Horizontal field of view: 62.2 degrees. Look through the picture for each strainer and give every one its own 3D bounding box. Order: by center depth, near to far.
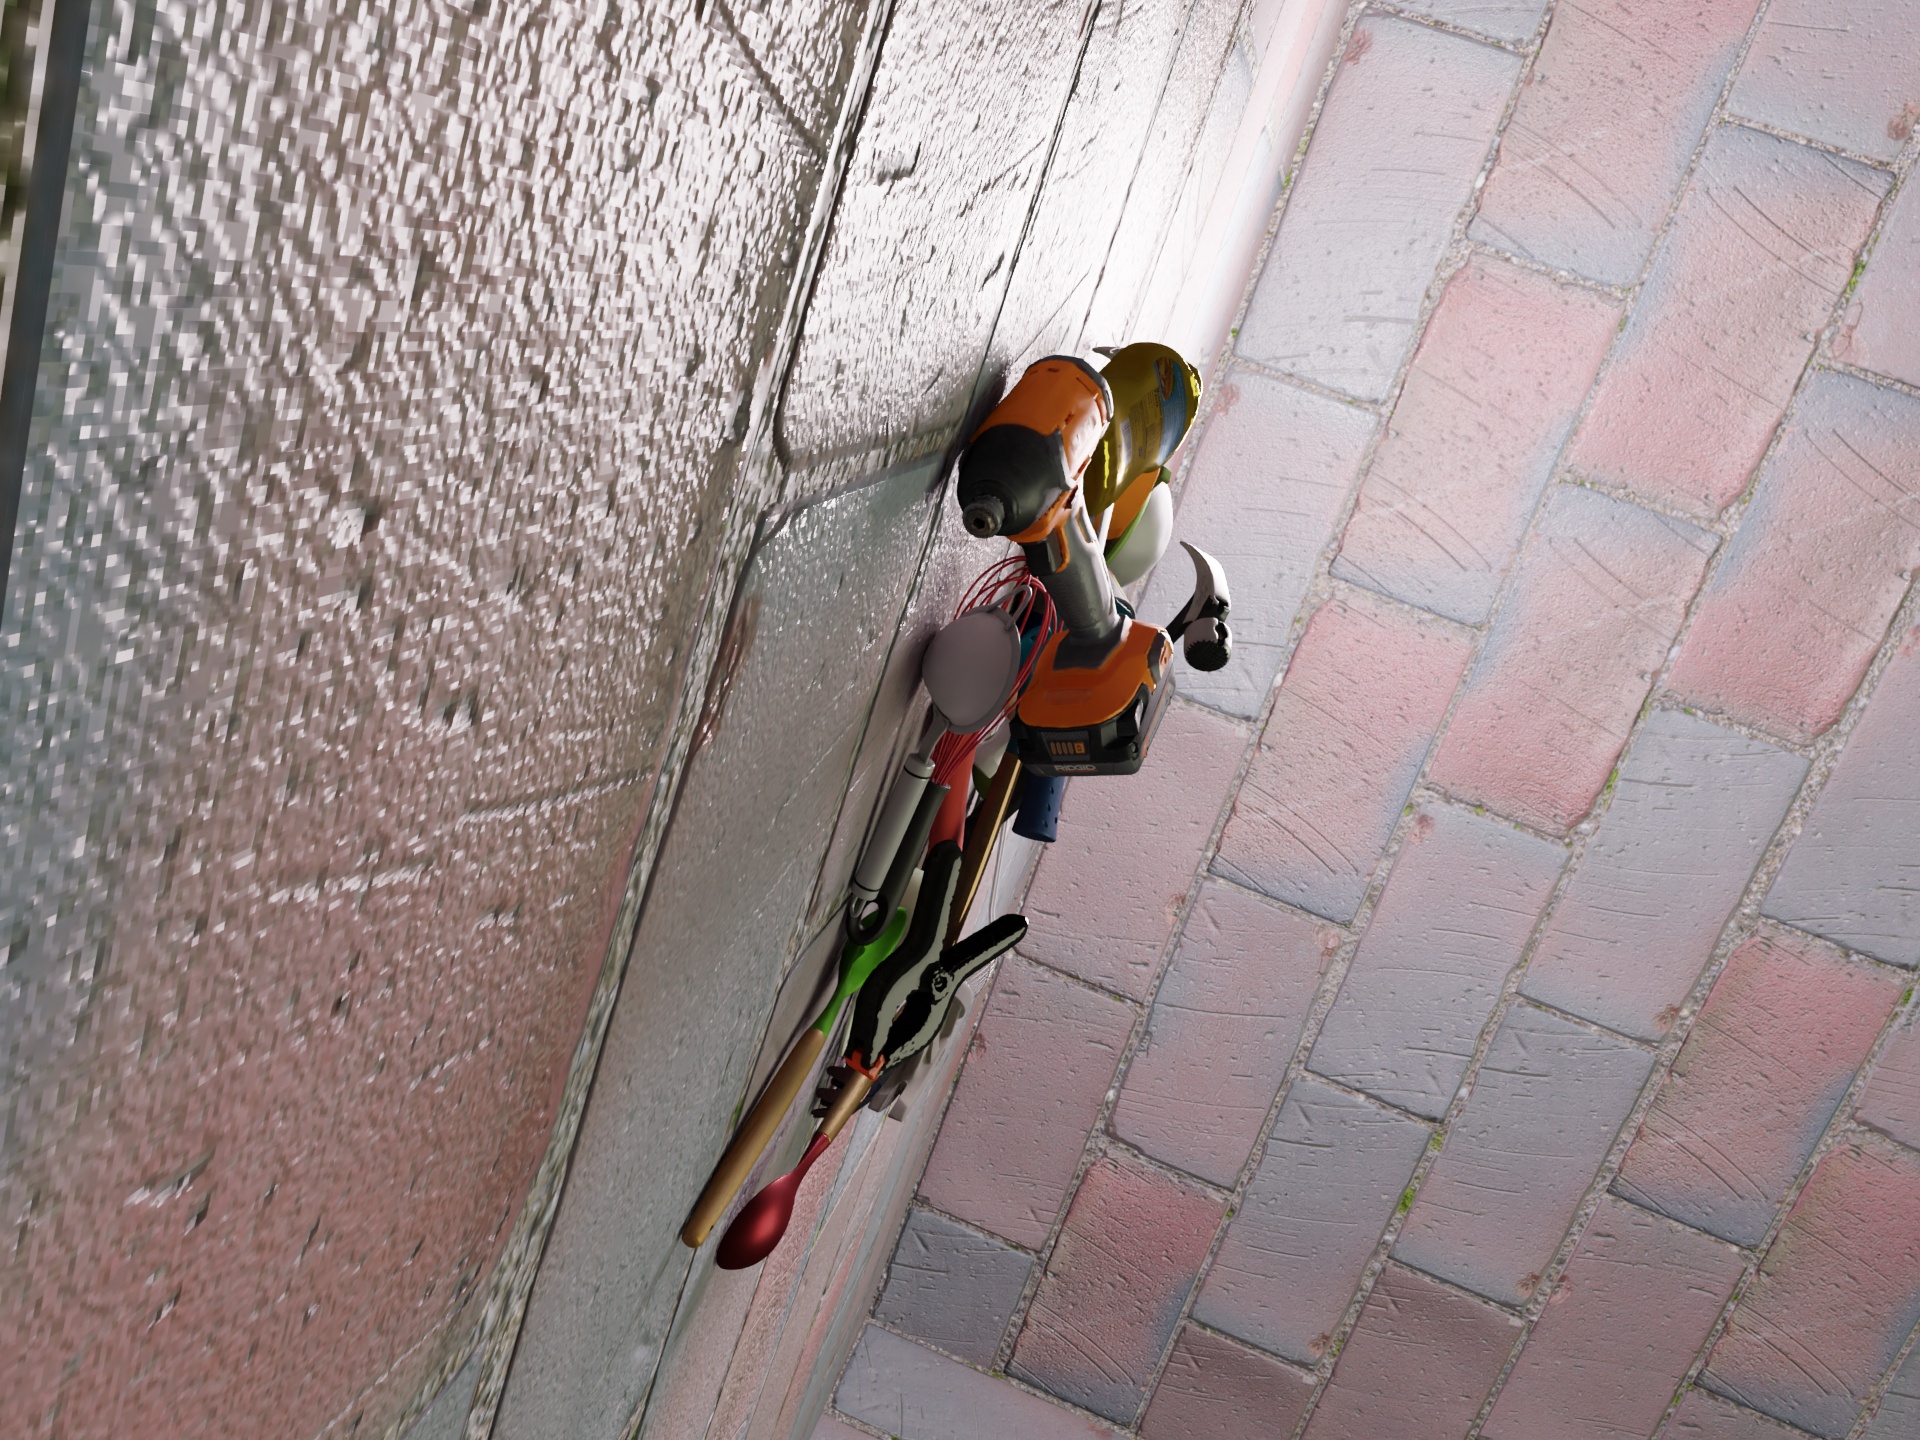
[{"bbox_3d":[-0.025,0.023,1.037,0.087,0.050,0.258,48,-59,48],"label":"strainer"},{"bbox_3d":[0.129,-0.127,1.495,0.256,0.069,0.152,-60,-163,6],"label":"strainer"}]

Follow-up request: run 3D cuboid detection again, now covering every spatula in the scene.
[{"bbox_3d":[0.038,0.052,1.173,0.082,0.044,0.317,24,86,-50],"label":"spatula"}]

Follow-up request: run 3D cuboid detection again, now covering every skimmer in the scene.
[{"bbox_3d":[0.012,0.153,1.745,0.127,0.090,0.363,-21,122,-76],"label":"skimmer"}]

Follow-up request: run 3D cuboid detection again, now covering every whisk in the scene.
[{"bbox_3d":[-0.010,0.023,1.085,0.296,0.073,0.073,-65,174,9],"label":"whisk"}]

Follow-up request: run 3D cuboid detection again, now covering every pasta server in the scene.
[{"bbox_3d":[-0.056,0.194,1.373,0.060,0.040,0.316,92,16,-69],"label":"pasta server"}]

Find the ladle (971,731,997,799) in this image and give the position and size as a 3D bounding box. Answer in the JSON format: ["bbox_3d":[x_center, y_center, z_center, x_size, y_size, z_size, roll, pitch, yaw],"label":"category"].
[{"bbox_3d":[0.069,-0.004,1.611,0.320,0.062,0.078,-61,170,-63],"label":"ladle"}]

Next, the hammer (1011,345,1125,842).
[{"bbox_3d":[0.100,-0.105,1.264,0.144,0.035,0.406,42,59,-67],"label":"hammer"}]

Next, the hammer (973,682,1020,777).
[{"bbox_3d":[0.041,-0.031,1.299,0.130,0.031,0.331,-44,167,-2],"label":"hammer"}]

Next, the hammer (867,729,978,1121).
[{"bbox_3d":[-0.019,0.140,1.220,0.149,0.037,0.358,-52,154,-50],"label":"hammer"}]

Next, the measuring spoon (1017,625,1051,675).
[{"bbox_3d":[0.028,-0.037,1.148,0.128,0.042,0.021,-47,-147,43],"label":"measuring spoon"}]

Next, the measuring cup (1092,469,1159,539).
[{"bbox_3d":[0.112,-0.196,1.442,0.173,0.052,0.095,-36,-152,54],"label":"measuring cup"}]

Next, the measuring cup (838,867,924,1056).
[{"bbox_3d":[-0.058,0.201,1.304,0.083,0.038,0.167,34,75,-83],"label":"measuring cup"}]

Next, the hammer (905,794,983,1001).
[{"bbox_3d":[-0.001,0.150,1.523,0.331,0.033,0.128,-66,172,-57],"label":"hammer"}]

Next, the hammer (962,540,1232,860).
[{"bbox_3d":[0.092,0.009,1.345,0.408,0.036,0.149,-47,-158,39],"label":"hammer"}]

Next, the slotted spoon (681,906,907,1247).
[{"bbox_3d":[-0.107,0.227,1.064,0.314,0.031,0.070,-57,165,-52],"label":"slotted spoon"}]

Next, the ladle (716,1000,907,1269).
[{"bbox_3d":[-0.098,0.309,1.234,0.315,0.031,0.069,-50,157,-55],"label":"ladle"}]

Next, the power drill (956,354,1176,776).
[{"bbox_3d":[0.057,-0.079,0.931,0.164,0.084,0.226,-58,138,-50],"label":"power drill"}]
